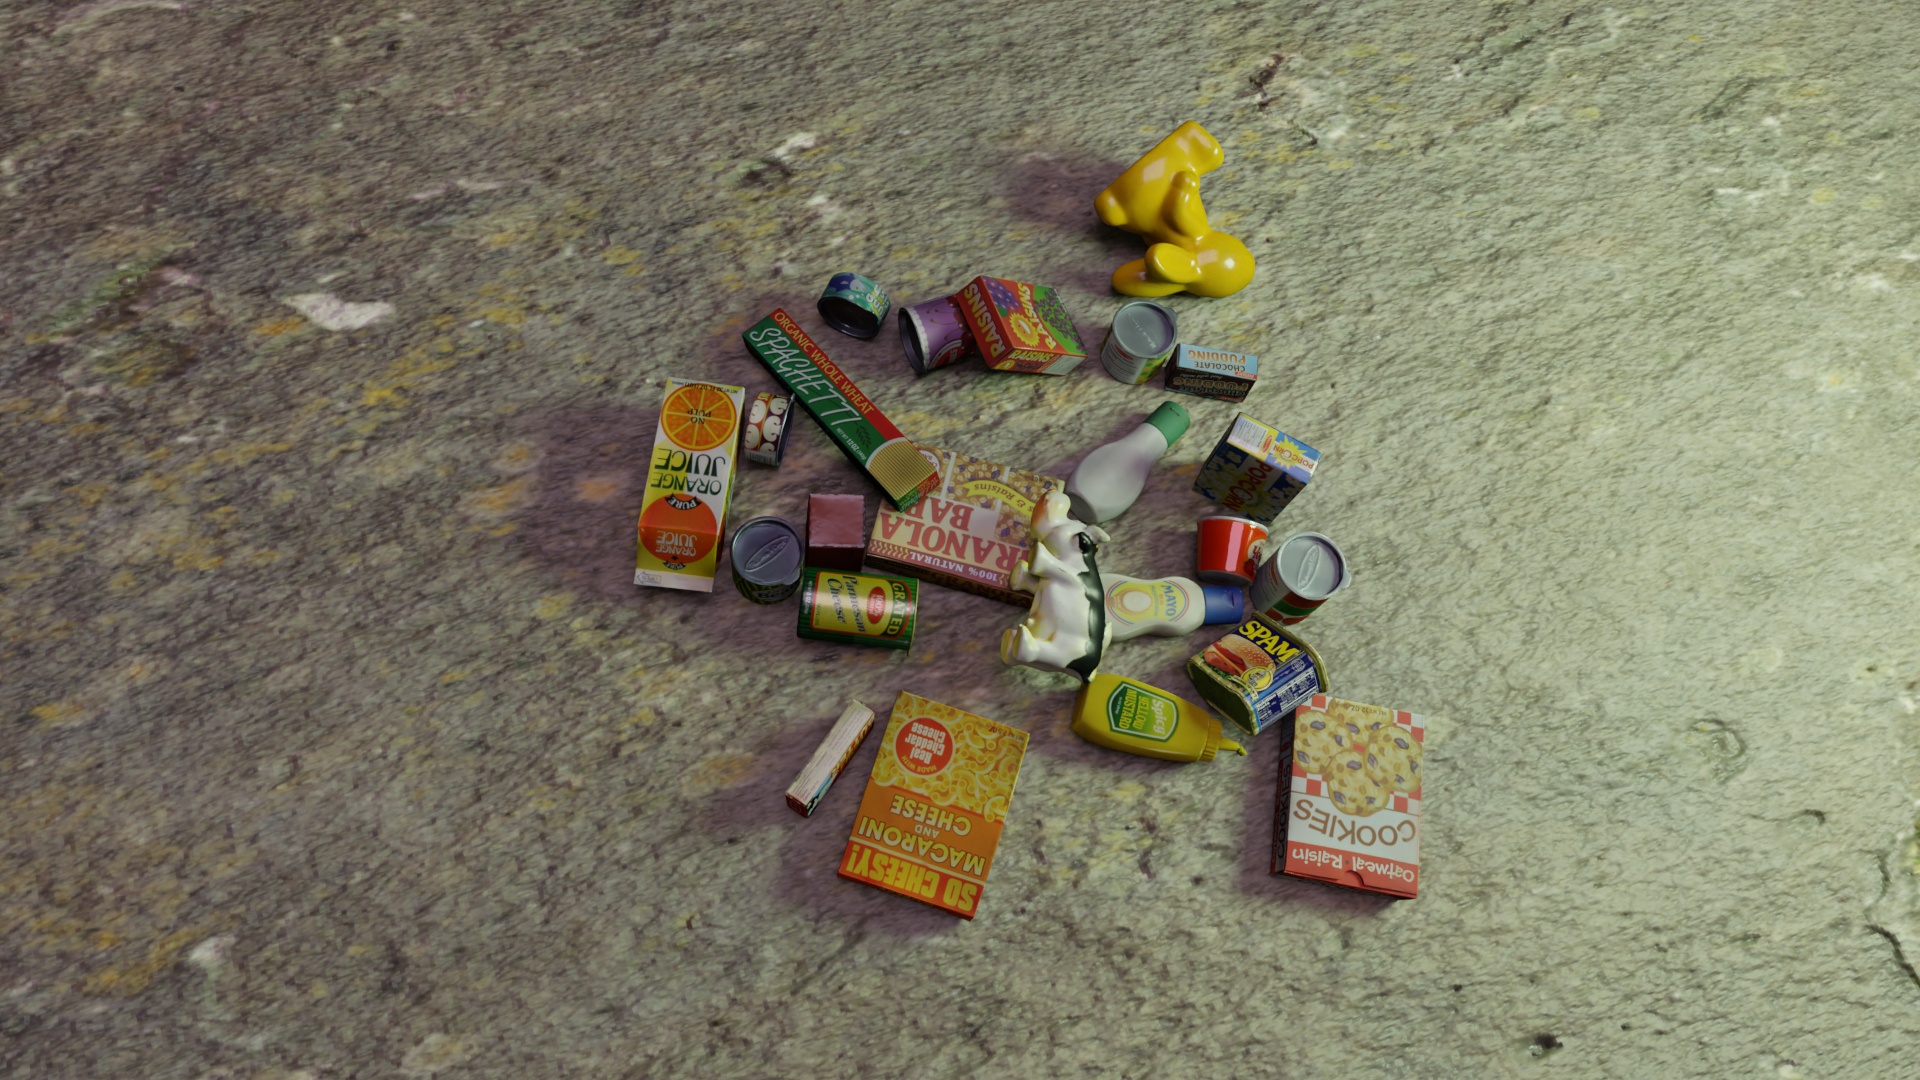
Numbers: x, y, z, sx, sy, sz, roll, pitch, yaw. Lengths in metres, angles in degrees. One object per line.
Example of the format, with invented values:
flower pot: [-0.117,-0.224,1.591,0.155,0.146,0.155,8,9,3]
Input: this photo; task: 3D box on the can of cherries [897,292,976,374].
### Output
can of cherries: [-0.022,-0.202,1.362,0.058,0.071,0.071,-19,73,-15]

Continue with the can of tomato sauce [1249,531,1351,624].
can of tomato sauce: [0.317,0.037,1.303,0.071,0.082,0.071,3,69,-6]

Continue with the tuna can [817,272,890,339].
tuna can: [-0.102,-0.230,1.361,0.071,0.070,0.033,23,68,2]

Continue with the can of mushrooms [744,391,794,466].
can of mushrooms: [-0.179,-0.107,1.304,0.033,0.070,0.071,13,68,-1]

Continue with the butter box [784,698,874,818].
butter box: [-0.112,0.189,1.205,0.024,0.053,0.104,33,68,9]

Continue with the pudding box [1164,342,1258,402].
pudding box: [0.251,-0.168,1.393,0.084,0.049,0.030,10,67,-4]

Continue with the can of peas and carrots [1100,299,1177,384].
can of peas and carrots: [0.180,-0.200,1.391,0.071,0.058,0.071,3,69,-7]

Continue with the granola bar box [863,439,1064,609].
granola bar box: [0.005,-0.016,1.307,0.166,0.039,0.124,15,68,-1]

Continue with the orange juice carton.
orange juice carton: [-0.246,-0.046,1.268,0.072,0.072,0.193,8,69,-5]

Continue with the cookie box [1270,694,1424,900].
cookie box: [0.351,0.230,1.255,0.123,0.040,0.168,11,68,-3]

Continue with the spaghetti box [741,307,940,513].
spaghetti box: [-0.117,-0.127,1.315,0.050,0.028,0.250,-38,67,-14]

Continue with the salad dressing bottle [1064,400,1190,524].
salad dressing bottle: [0.165,-0.078,1.351,0.064,0.043,0.148,43,69,12]

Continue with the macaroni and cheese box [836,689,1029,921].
macaroni and cheese box: [-0.023,0.230,1.207,0.124,0.040,0.167,19,67,0]

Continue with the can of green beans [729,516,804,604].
can of green beans: [-0.175,0.019,1.260,0.071,0.057,0.071,3,69,-6]

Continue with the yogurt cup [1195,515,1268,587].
yogurt cup: [0.254,0.012,1.317,0.072,0.072,0.054,12,76,-2]

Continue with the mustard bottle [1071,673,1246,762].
mustard bottle: [0.183,0.167,1.253,0.160,0.048,0.065,15,69,-1]

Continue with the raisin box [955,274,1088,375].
raisin box: [0.061,-0.209,1.355,0.123,0.040,0.086,-3,64,-51]

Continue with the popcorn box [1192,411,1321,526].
popcorn box: [0.278,-0.066,1.315,0.085,0.126,0.038,27,71,4]

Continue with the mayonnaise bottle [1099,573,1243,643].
mayonnaise bottle: [0.188,0.062,1.299,0.148,0.041,0.065,-2,67,-7]

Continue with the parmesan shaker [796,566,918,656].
parmesan shaker: [-0.093,0.064,1.249,0.103,0.071,0.071,7,68,-5]
